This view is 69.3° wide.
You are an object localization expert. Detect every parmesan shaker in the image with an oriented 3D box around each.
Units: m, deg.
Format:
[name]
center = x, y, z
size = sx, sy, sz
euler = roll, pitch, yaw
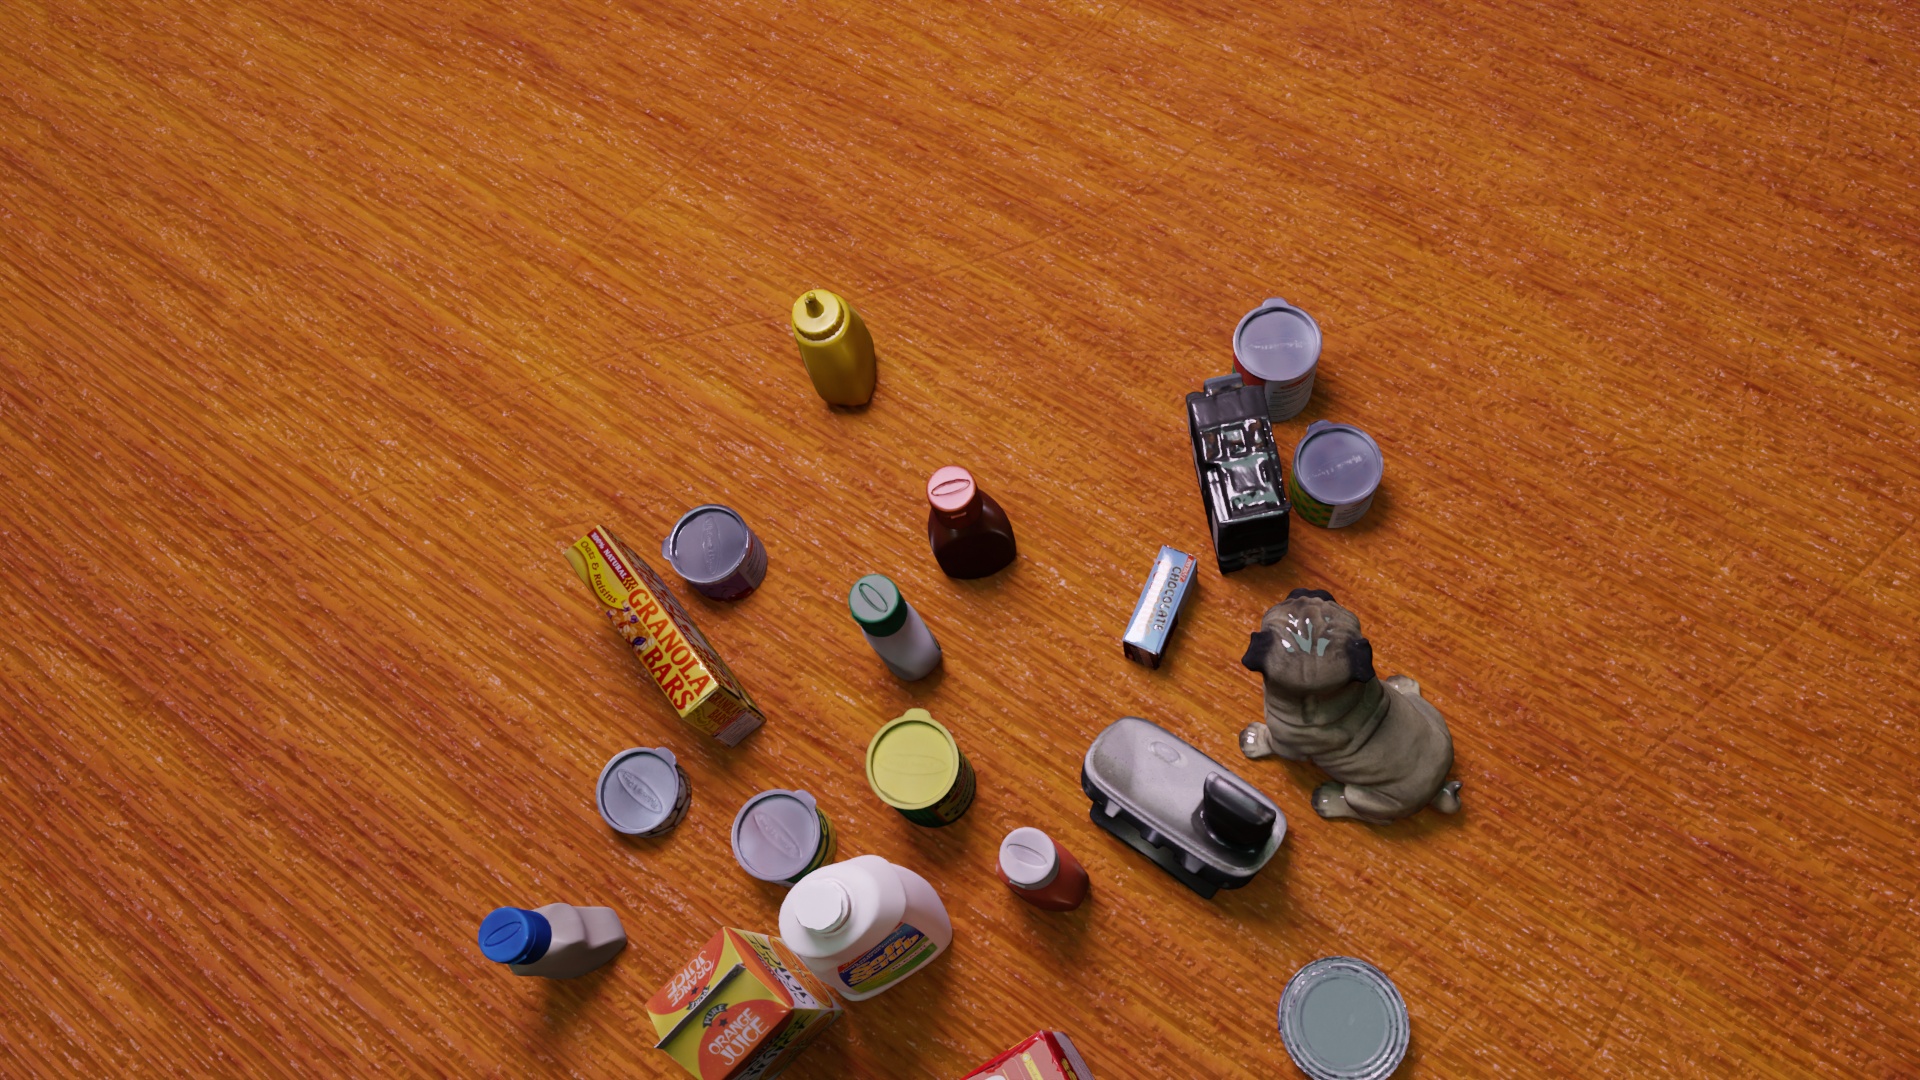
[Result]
[parmesan shaker]
center = -0.026, 0.168, 1.015
size = 0.071, 0.103, 0.071
euler = -3, 71, 8

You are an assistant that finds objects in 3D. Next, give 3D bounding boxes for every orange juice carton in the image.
[orange juice carton]
center = -0.147, 0.314, 0.933
size = 0.072, 0.192, 0.073
euler = -44, 71, -7

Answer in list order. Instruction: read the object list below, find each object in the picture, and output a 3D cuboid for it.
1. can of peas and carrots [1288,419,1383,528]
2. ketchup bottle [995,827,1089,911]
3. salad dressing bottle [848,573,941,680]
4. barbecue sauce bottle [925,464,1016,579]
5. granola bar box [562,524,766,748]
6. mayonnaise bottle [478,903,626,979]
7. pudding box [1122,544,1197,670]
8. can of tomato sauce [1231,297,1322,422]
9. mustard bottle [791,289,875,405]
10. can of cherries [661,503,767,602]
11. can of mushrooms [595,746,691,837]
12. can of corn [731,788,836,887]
[can of peas and carrots]
center = 0.286, -0.051, 1.070
size = 0.071, 0.058, 0.071
euler = -3, 70, 8
[ketchup bottle]
center = 0.053, 0.226, 0.958
size = 0.065, 0.148, 0.043
euler = 20, 75, 15
[salad dressing bottle]
center = -0.050, 0.064, 1.032
size = 0.044, 0.147, 0.064
euler = -43, 70, -7
[barbecue sauce bottle]
center = 0.004, -0.013, 1.051
size = 0.065, 0.148, 0.044
euler = -15, 70, 3
[granola bar box]
center = -0.224, 0.075, 1.066
size = 0.039, 0.124, 0.166
euler = -39, 70, -6
[mayonnaise bottle]
center = -0.293, 0.284, 0.989
size = 0.065, 0.147, 0.041
euler = -30, 69, -2
[pudding box]
center = 0.153, 0.051, 1.058
size = 0.030, 0.049, 0.084
euler = 21, 75, 15
[can of tomato sauce]
center = 0.247, -0.140, 1.095
size = 0.071, 0.083, 0.071
euler = -3, 71, 8
[mustard bottle]
center = -0.104, -0.162, 1.114
size = 0.049, 0.159, 0.065
euler = 2, 71, 9
[can of cherries]
center = -0.197, 0.011, 1.120
size = 0.071, 0.058, 0.071
euler = -3, 70, 8
[can of mushrooms]
center = -0.243, 0.194, 1.075
size = 0.071, 0.033, 0.071
euler = -3, 70, 8
[can of corn]
center = -0.128, 0.221, 1.035
size = 0.071, 0.058, 0.071
euler = -3, 70, 8
